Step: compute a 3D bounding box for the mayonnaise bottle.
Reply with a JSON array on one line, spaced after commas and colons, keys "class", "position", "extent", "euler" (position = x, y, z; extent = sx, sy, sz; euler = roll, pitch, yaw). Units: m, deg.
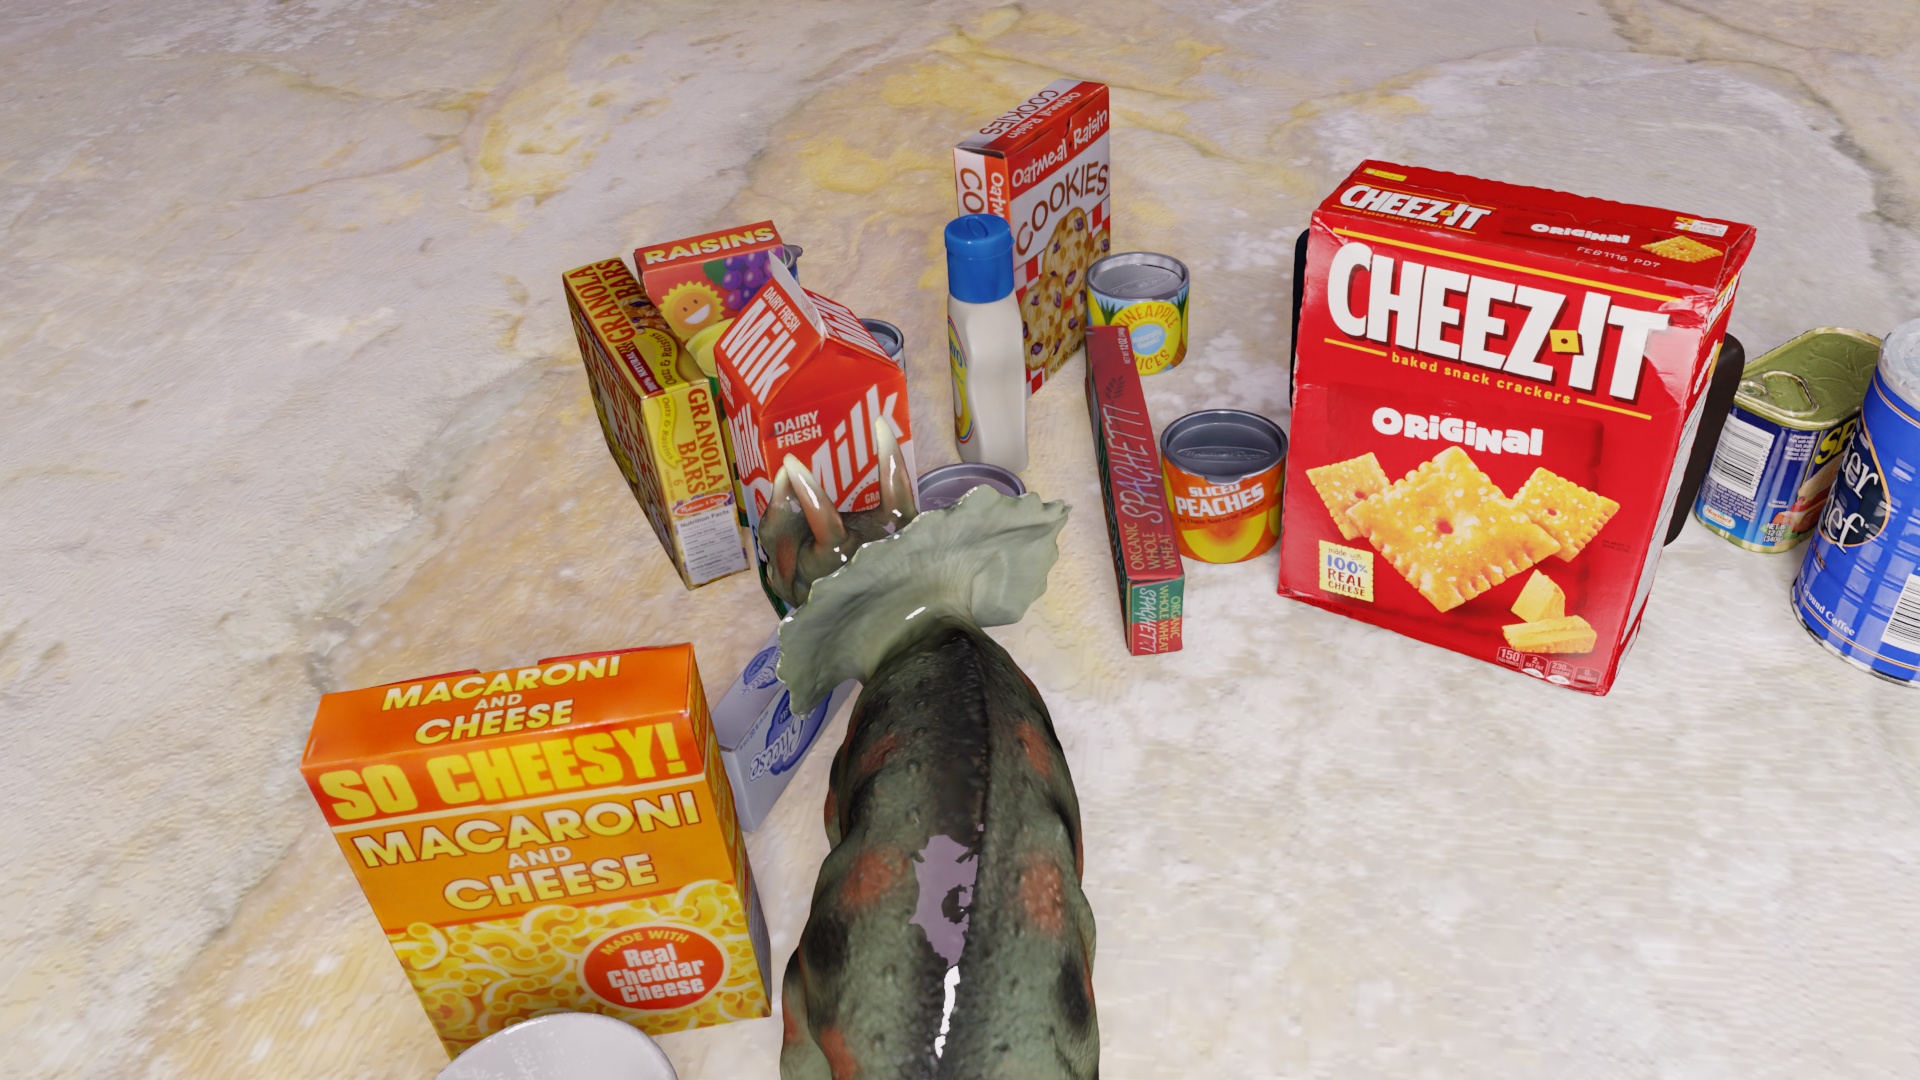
[{"class": "mayonnaise bottle", "position": [0.014, -0.110, 0.789], "extent": [0.041, 0.147, 0.065], "euler": [-12, 38, -9]}]

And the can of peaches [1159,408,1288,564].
[{"class": "can of peaches", "position": [0.139, -0.027, 0.740], "extent": [0.071, 0.057, 0.071], "euler": [-3, 37, 3]}]

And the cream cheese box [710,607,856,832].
[{"class": "cream cheese box", "position": [-0.082, 0.077, 0.633], "extent": [0.024, 0.053, 0.104], "euler": [11, 40, 21]}]

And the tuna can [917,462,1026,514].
[{"class": "tuna can", "position": [0.003, -0.009, 0.753], "extent": [0.071, 0.032, 0.071], "euler": [-3, 37, 3]}]

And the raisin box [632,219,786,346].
[{"class": "raisin box", "position": [-0.142, -0.124, 0.845], "extent": [0.086, 0.122, 0.040], "euler": [-14, 38, -12]}]

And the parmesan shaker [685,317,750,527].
[{"class": "parmesan shaker", "position": [-0.111, -0.067, 0.783], "extent": [0.071, 0.102, 0.072], "euler": [-3, 37, 3]}]

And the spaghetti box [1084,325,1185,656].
[{"class": "spaghetti box", "position": [0.092, -0.037, 0.764], "extent": [0.029, 0.050, 0.251], "euler": [-4, 37, 2]}]

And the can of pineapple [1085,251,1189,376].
[{"class": "can of pineapple", "position": [0.115, -0.145, 0.897], "extent": [0.071, 0.057, 0.071], "euler": [-3, 37, 3]}]

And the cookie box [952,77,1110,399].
[{"class": "cookie box", "position": [0.050, -0.187, 0.869], "extent": [0.040, 0.166, 0.123], "euler": [18, 43, 28]}]

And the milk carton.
[{"class": "milk carton", "position": [-0.067, -0.042, 0.674], "extent": [0.073, 0.189, 0.072], "euler": [-19, 39, -17]}]

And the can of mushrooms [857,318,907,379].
[{"class": "can of mushrooms", "position": [-0.069, -0.115, 0.899], "extent": [0.071, 0.033, 0.071], "euler": [-3, 37, 3]}]

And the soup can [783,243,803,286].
[{"class": "soup can", "position": [-0.131, -0.144, 0.903], "extent": [0.071, 0.083, 0.072], "euler": [-3, 37, 3]}]

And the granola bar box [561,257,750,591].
[{"class": "granola bar box", "position": [-0.172, -0.068, 0.775], "extent": [0.039, 0.123, 0.166], "euler": [-20, 40, -18]}]

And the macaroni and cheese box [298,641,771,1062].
[{"class": "macaroni and cheese box", "position": [-0.142, 0.116, 0.496], "extent": [0.124, 0.165, 0.040], "euler": [-8, 37, -4]}]
